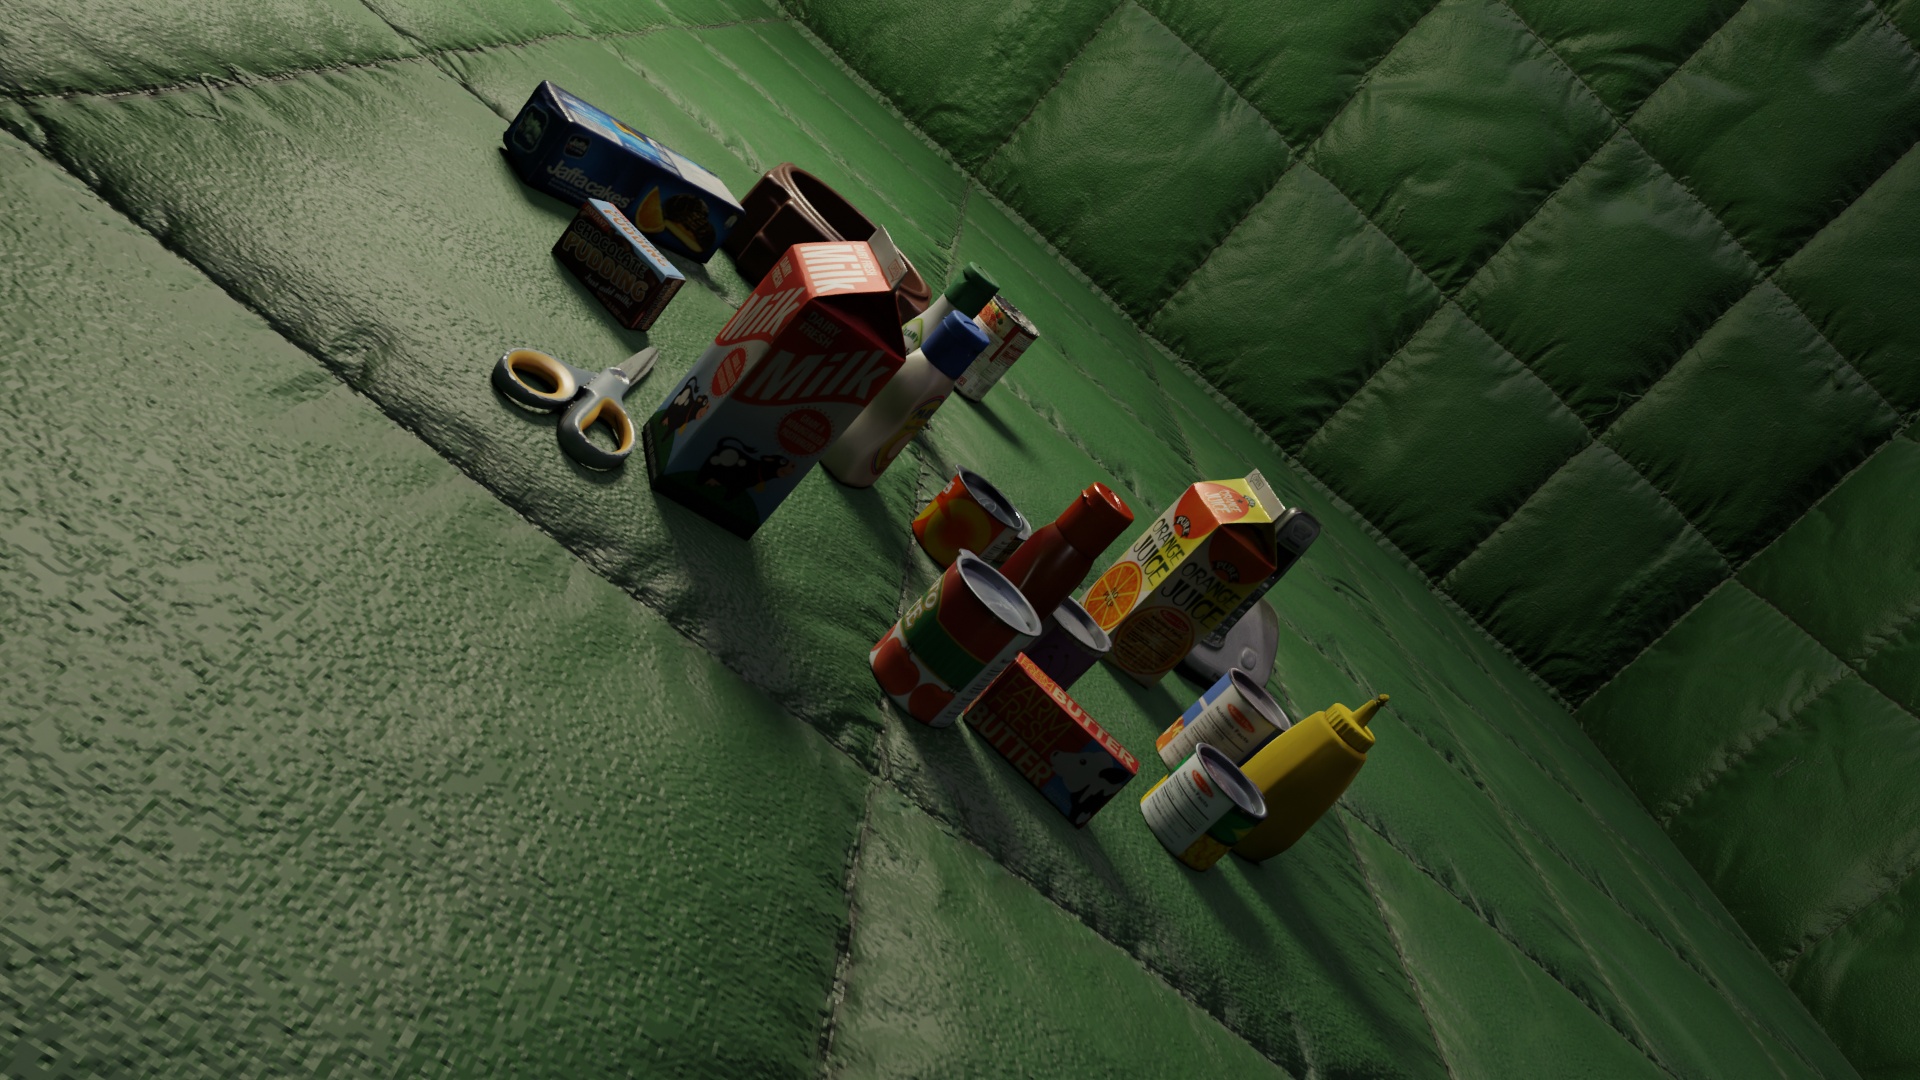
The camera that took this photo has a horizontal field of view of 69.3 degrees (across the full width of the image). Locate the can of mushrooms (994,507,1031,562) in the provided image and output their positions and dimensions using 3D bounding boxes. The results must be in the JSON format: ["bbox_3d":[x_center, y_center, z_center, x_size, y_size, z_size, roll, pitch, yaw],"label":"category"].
[{"bbox_3d":[0.025,-0.014,1.152,0.071,0.033,0.071,39,17,-14],"label":"can of mushrooms"}]

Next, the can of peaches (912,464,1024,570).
[{"bbox_3d":[0.004,-0.013,1.062,0.071,0.058,0.071,39,17,-14],"label":"can of peaches"}]

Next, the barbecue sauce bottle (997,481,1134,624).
[{"bbox_3d":[0.051,0.025,0.920,0.043,0.148,0.065,38,17,-17],"label":"barbecue sauce bottle"}]

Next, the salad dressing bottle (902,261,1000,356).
[{"bbox_3d":[-0.025,-0.186,1.260,0.044,0.147,0.064,28,22,-41],"label":"salad dressing bottle"}]

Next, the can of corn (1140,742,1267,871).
[{"bbox_3d":[0.168,0.184,0.953,0.071,0.058,0.071,39,17,-14],"label":"can of corn"}]

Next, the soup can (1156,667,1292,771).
[{"bbox_3d":[0.203,0.150,1.070,0.071,0.083,0.071,39,17,-14],"label":"soup can"}]

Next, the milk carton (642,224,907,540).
[{"bbox_3d":[-0.099,-0.100,0.813,0.073,0.190,0.072,32,20,-33],"label":"milk carton"}]

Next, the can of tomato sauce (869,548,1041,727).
[{"bbox_3d":[-0.005,0.059,0.826,0.071,0.083,0.071,39,17,-14],"label":"can of tomato sauce"}]

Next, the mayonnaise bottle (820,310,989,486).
[{"bbox_3d":[-0.040,-0.104,1.029,0.041,0.147,0.065,47,17,13],"label":"mayonnaise bottle"}]

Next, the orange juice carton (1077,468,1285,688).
[{"bbox_3d":[0.190,0.025,1.156,0.073,0.192,0.072,35,18,-26],"label":"orange juice carton"}]

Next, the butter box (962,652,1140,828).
[{"bbox_3d":[0.055,0.123,0.858,0.103,0.053,0.024,44,16,3],"label":"butter box"}]

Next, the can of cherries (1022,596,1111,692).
[{"bbox_3d":[0.063,0.075,0.980,0.071,0.058,0.072,39,17,-14],"label":"can of cherries"}]

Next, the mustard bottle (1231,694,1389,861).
[{"bbox_3d":[0.253,0.166,1.013,0.065,0.160,0.049,34,19,-28],"label":"mustard bottle"}]

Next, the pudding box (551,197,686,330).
[{"bbox_3d":[-0.238,-0.192,0.968,0.084,0.049,0.030,46,17,9],"label":"pudding box"}]
